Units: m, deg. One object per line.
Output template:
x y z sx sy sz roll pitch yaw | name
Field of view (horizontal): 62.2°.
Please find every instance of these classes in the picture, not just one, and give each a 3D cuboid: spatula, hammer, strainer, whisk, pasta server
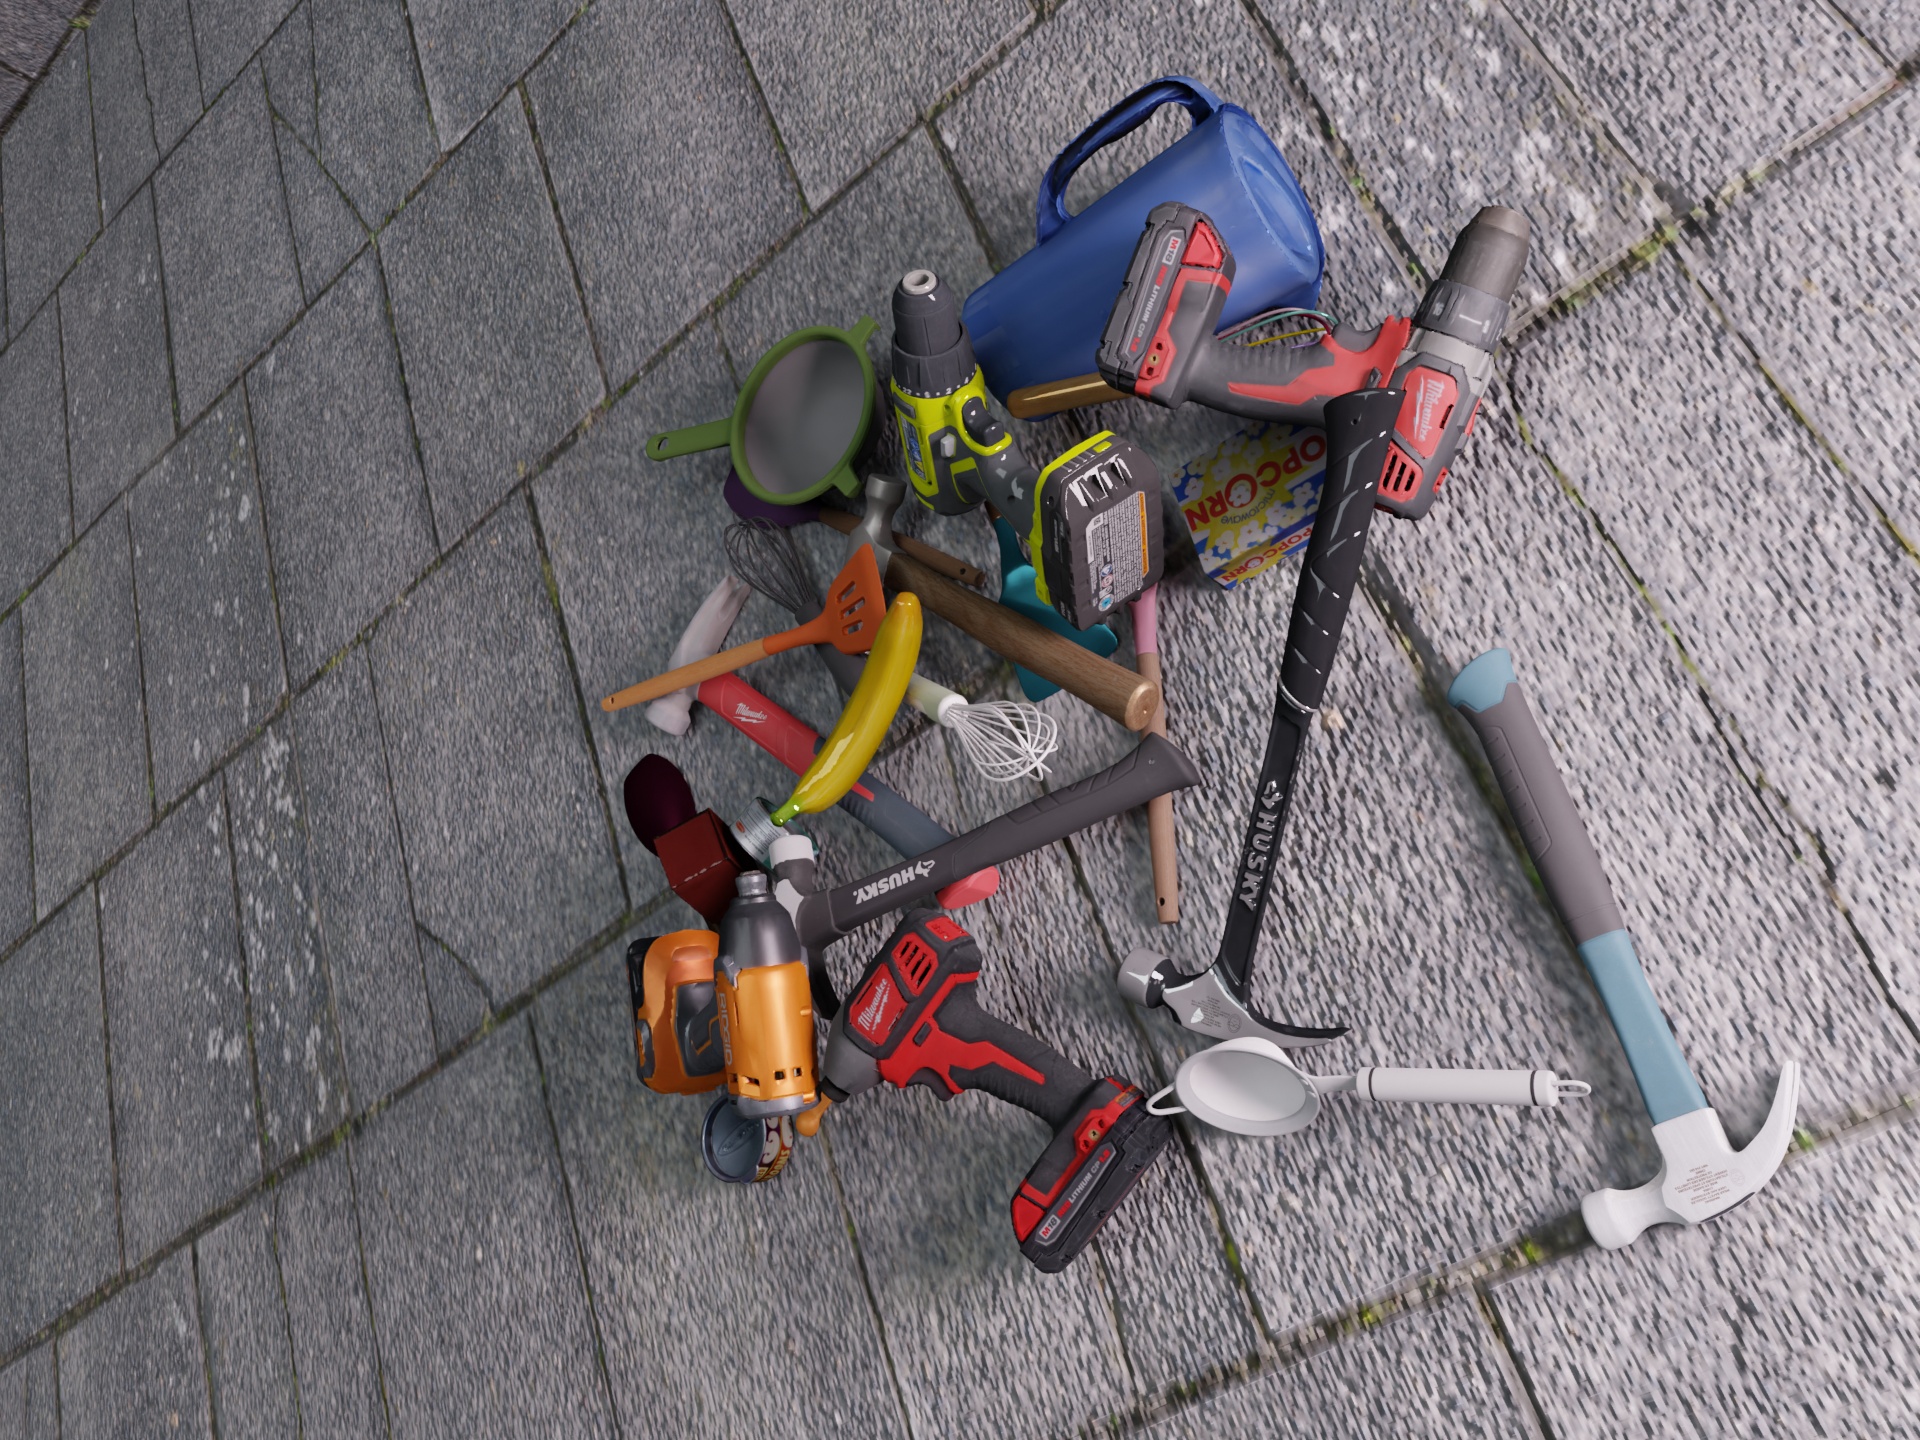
-0.177 -0.054 1.264 0.322 0.041 0.081 -17 78 32 | spatula
-0.103 0.020 1.238 0.387 0.038 0.143 33 95 38 | hammer
0.228 0.208 0.914 0.258 0.086 0.050 -7 39 35 | strainer
0.202 0.004 0.953 0.149 0.036 0.409 20 105 33 | hammer
0.142 -0.233 1.068 0.245 0.051 0.047 -6 65 27 | whisk
0.348 0.109 0.883 0.128 0.033 0.331 -30 61 27 | hammer
-0.095 -0.159 1.297 0.316 0.018 0.060 26 95 39 | spatula
0.011 0.095 1.088 0.335 0.035 0.146 -26 60 24 | hammer
0.030 -0.164 1.205 0.082 0.044 0.318 -35 54 25 | spatula
0.124 -0.020 1.083 0.060 0.040 0.316 -18 68 41 | pasta server
0.018 -0.069 1.140 0.332 0.031 0.130 33 114 44 | hammer
-0.124 -0.088 1.279 0.055 0.055 0.239 -47 59 16 | whisk
-0.155 -0.237 1.332 0.256 0.069 0.151 -3 76 37 | strainer
-0.002 -0.004 1.123 0.059 0.057 0.246 -45 27 -9 | whisk

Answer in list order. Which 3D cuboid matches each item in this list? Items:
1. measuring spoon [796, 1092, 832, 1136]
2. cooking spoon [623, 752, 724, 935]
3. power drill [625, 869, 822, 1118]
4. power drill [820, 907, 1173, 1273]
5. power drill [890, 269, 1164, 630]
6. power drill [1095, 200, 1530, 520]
-0.091 0.258 1.176 0.021 0.011 0.117 36 99 37 | measuring spoon
-0.206 0.146 1.289 0.068 0.017 0.319 -46 55 15 | cooking spoon
-0.171 0.195 1.144 0.226 0.084 0.164 -17 78 60 | power drill
0.013 0.239 1.021 0.220 0.078 0.143 39 101 17 | power drill
0.032 -0.183 1.069 0.080 0.190 0.229 -33 54 -17 | power drill
0.216 -0.245 0.967 0.227 0.080 0.188 24 102 12 | power drill
